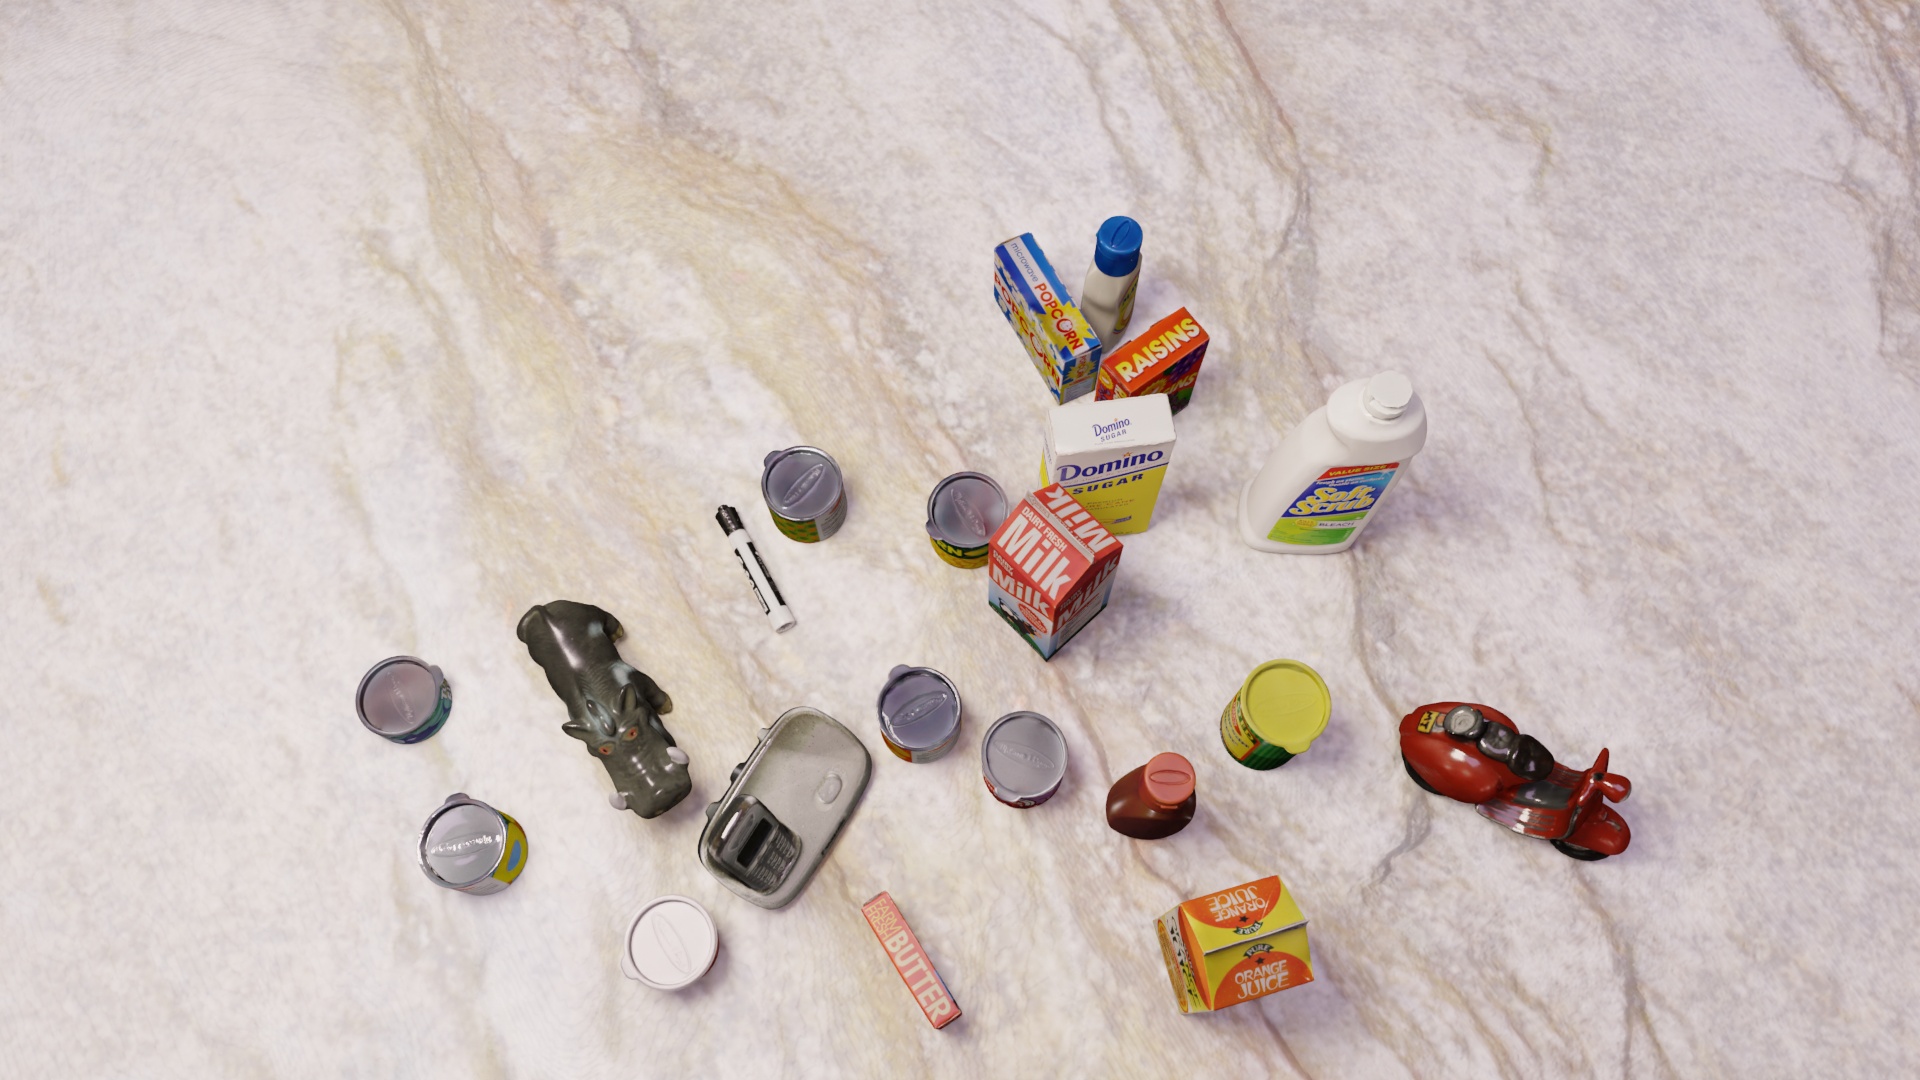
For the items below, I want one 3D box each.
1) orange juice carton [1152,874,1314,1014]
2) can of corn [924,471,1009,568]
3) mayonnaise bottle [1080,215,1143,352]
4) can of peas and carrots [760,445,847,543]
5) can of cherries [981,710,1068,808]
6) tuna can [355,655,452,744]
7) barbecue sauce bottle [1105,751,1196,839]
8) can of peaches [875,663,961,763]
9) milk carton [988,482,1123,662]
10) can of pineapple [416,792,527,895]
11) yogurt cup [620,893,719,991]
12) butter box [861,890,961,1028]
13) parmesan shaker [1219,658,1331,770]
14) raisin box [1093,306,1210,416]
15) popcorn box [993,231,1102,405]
[{"bbox_3d":[0.187,0.281,0.960,0.072,0.192,0.073,-14,71,-5],"label":"orange juice carton"},{"bbox_3d":[0.004,-0.014,1.142,0.071,0.058,0.071,0,70,0],"label":"can of corn"},{"bbox_3d":[0.128,-0.218,1.170,0.041,0.147,0.065,28,73,10],"label":"mayonnaise bottle"},{"bbox_3d":[-0.130,-0.039,1.152,0.071,0.058,0.071,0,70,0],"label":"can of peas and carrots"},{"bbox_3d":[0.047,0.172,1.072,0.071,0.058,0.072,0,70,0],"label":"can of cherries"},{"bbox_3d":[-0.440,0.126,1.105,0.071,0.032,0.071,0,70,0],"label":"tuna can"},{"bbox_3d":[0.144,0.188,1.018,0.065,0.148,0.044,2,70,1],"label":"barbecue sauce bottle"},{"bbox_3d":[-0.033,0.135,1.087,0.071,0.058,0.071,0,70,0],"label":"can of peaches"},{"bbox_3d":[0.070,0.020,1.059,0.073,0.190,0.072,-41,75,-13],"label":"milk carton"},{"bbox_3d":[-0.368,0.231,1.052,0.071,0.057,0.071,0,70,0],"label":"can of pineapple"},{"bbox_3d":[-0.210,0.299,1.028,0.072,0.053,0.072,0,70,0],"label":"yogurt cup"},{"bbox_3d":[-0.036,0.310,1.024,0.024,0.053,0.104,-32,73,-11],"label":"butter box"},{"bbox_3d":[0.238,0.138,1.061,0.071,0.102,0.071,0,70,0],"label":"parmesan shaker"},{"bbox_3d":[0.155,-0.130,1.151,0.086,0.123,0.040,-34,73,-11],"label":"raisin box"},{"bbox_3d":[0.073,-0.190,1.194,0.038,0.085,0.127,-26,72,-9],"label":"popcorn box"}]
